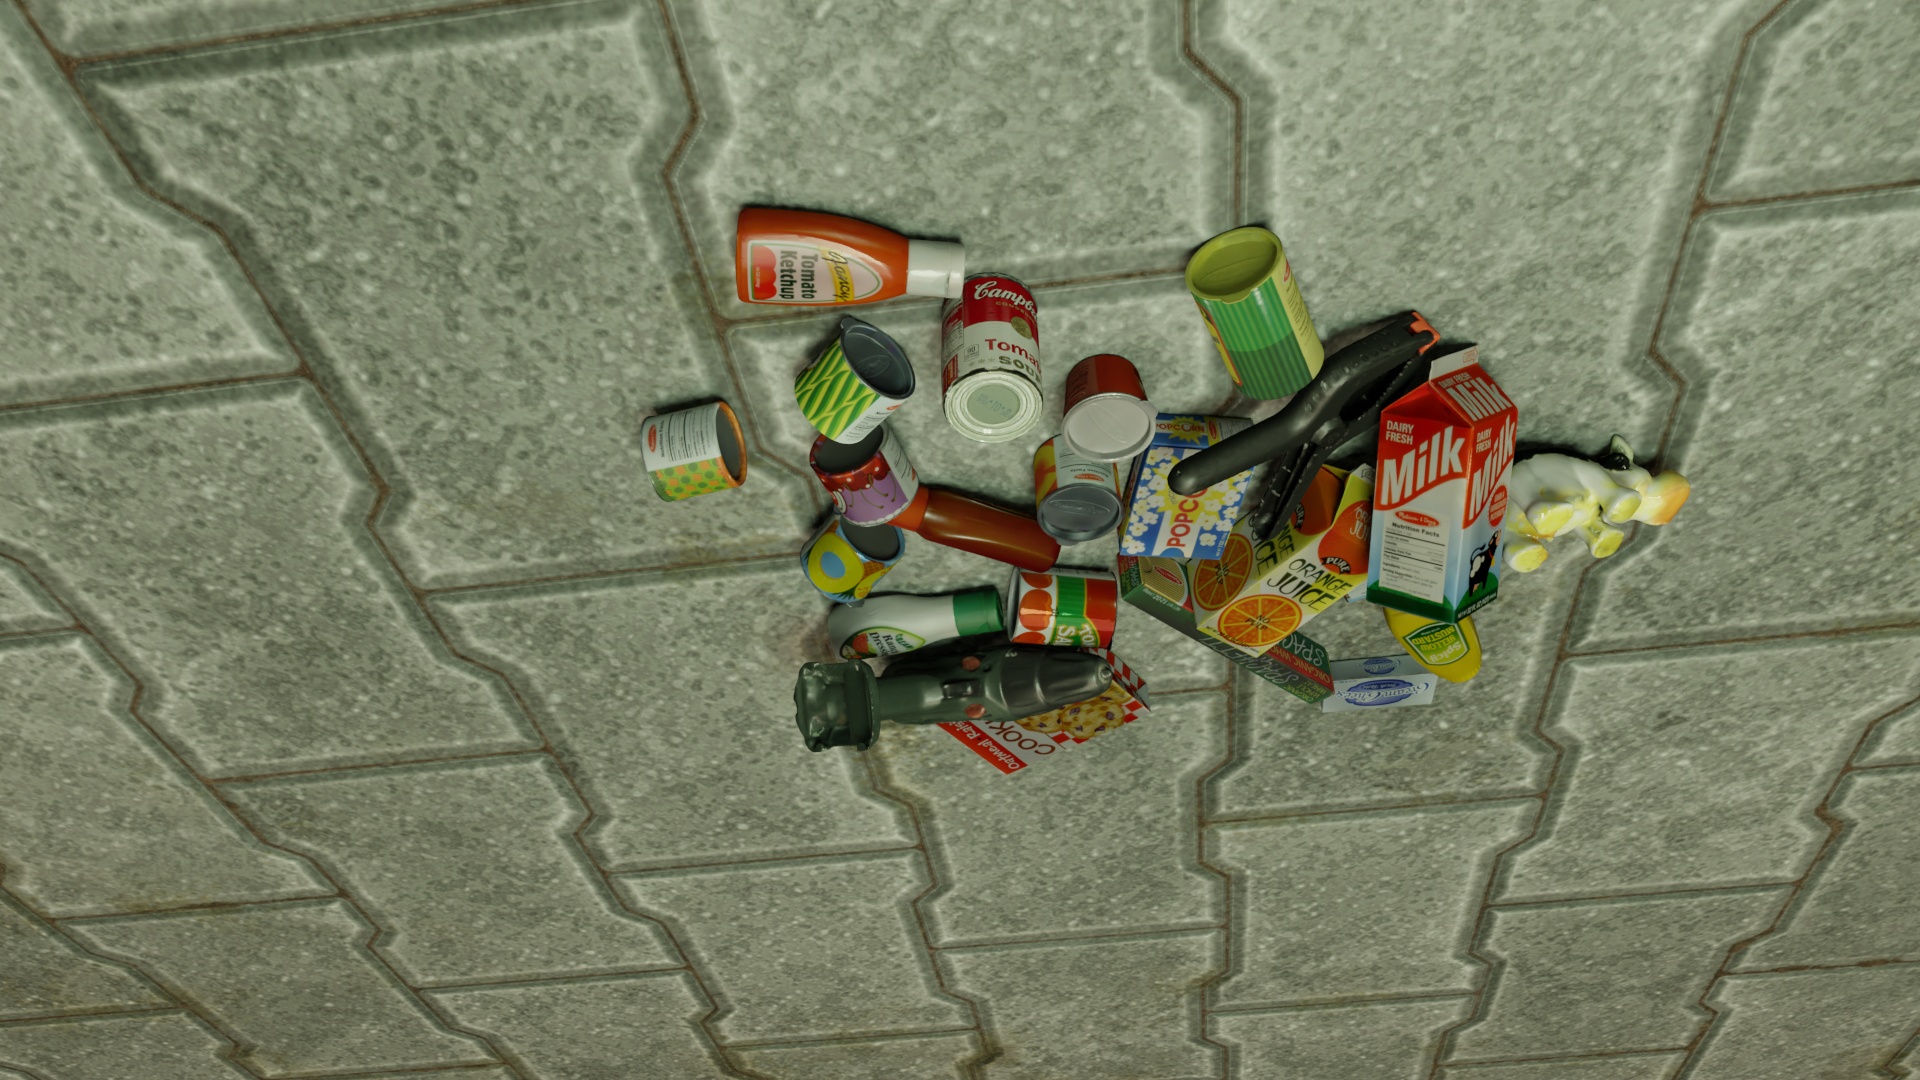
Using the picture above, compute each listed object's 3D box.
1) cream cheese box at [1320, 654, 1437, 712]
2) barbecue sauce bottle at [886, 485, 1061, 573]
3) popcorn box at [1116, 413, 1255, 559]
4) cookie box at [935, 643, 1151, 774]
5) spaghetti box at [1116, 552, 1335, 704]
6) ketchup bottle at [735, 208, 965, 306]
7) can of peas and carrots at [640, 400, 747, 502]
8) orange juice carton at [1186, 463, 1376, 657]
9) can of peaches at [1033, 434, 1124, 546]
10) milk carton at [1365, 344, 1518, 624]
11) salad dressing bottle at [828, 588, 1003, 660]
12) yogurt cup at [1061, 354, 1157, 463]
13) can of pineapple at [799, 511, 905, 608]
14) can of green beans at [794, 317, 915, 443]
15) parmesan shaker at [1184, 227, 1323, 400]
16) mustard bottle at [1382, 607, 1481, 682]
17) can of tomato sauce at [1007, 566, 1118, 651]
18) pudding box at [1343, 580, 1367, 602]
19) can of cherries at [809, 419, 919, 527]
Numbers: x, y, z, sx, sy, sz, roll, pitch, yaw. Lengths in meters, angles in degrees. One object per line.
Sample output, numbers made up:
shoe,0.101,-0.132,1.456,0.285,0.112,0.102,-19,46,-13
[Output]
cream cheese box,0.389,0.133,1.296,0.104,0.024,0.053,-6,139,5
barbecue sauce bottle,0.004,-0.014,1.102,0.148,0.044,0.065,16,171,-12
popcorn box,0.176,-0.041,1.087,0.085,0.038,0.126,3,137,-6
cookie box,0.072,0.149,1.294,0.167,0.040,0.122,-28,131,25
spaghetti box,0.234,0.075,1.208,0.250,0.050,0.028,29,132,-29
ketchup bottle,-0.072,-0.184,0.918,0.149,0.044,0.064,3,138,-5
can of peas and carrots,-0.196,-0.065,1.030,0.059,0.071,0.070,-11,137,10
orange juice carton,0.276,0.007,1.117,0.072,0.073,0.191,26,131,-26
can of peaches,0.089,-0.040,1.071,0.071,0.058,0.071,-1,138,-1
milk carton,0.352,-0.044,1.014,0.072,0.073,0.189,-20,116,-41
salad dressing bottle,-0.038,0.070,1.199,0.147,0.044,0.064,-10,145,9
yogurt cup,0.106,-0.098,1.010,0.072,0.054,0.072,-1,138,-1
can of pineapple,-0.085,0.009,1.113,0.071,0.071,0.057,24,132,-25
can of green beans,-0.075,-0.111,0.982,0.071,0.071,0.057,29,130,-29
parmesan shaker,0.200,-0.150,0.942,0.071,0.072,0.102,-19,135,18
mustard bottle,0.426,0.085,1.225,0.065,0.049,0.160,-24,133,26
can of tomato sauce,0.085,0.058,1.170,0.083,0.071,0.070,5,137,-6
pudding box,0.353,0.016,1.161,0.083,0.030,0.049,-23,132,22
can of cherries,-0.075,-0.052,1.045,0.071,0.072,0.058,-15,136,15
